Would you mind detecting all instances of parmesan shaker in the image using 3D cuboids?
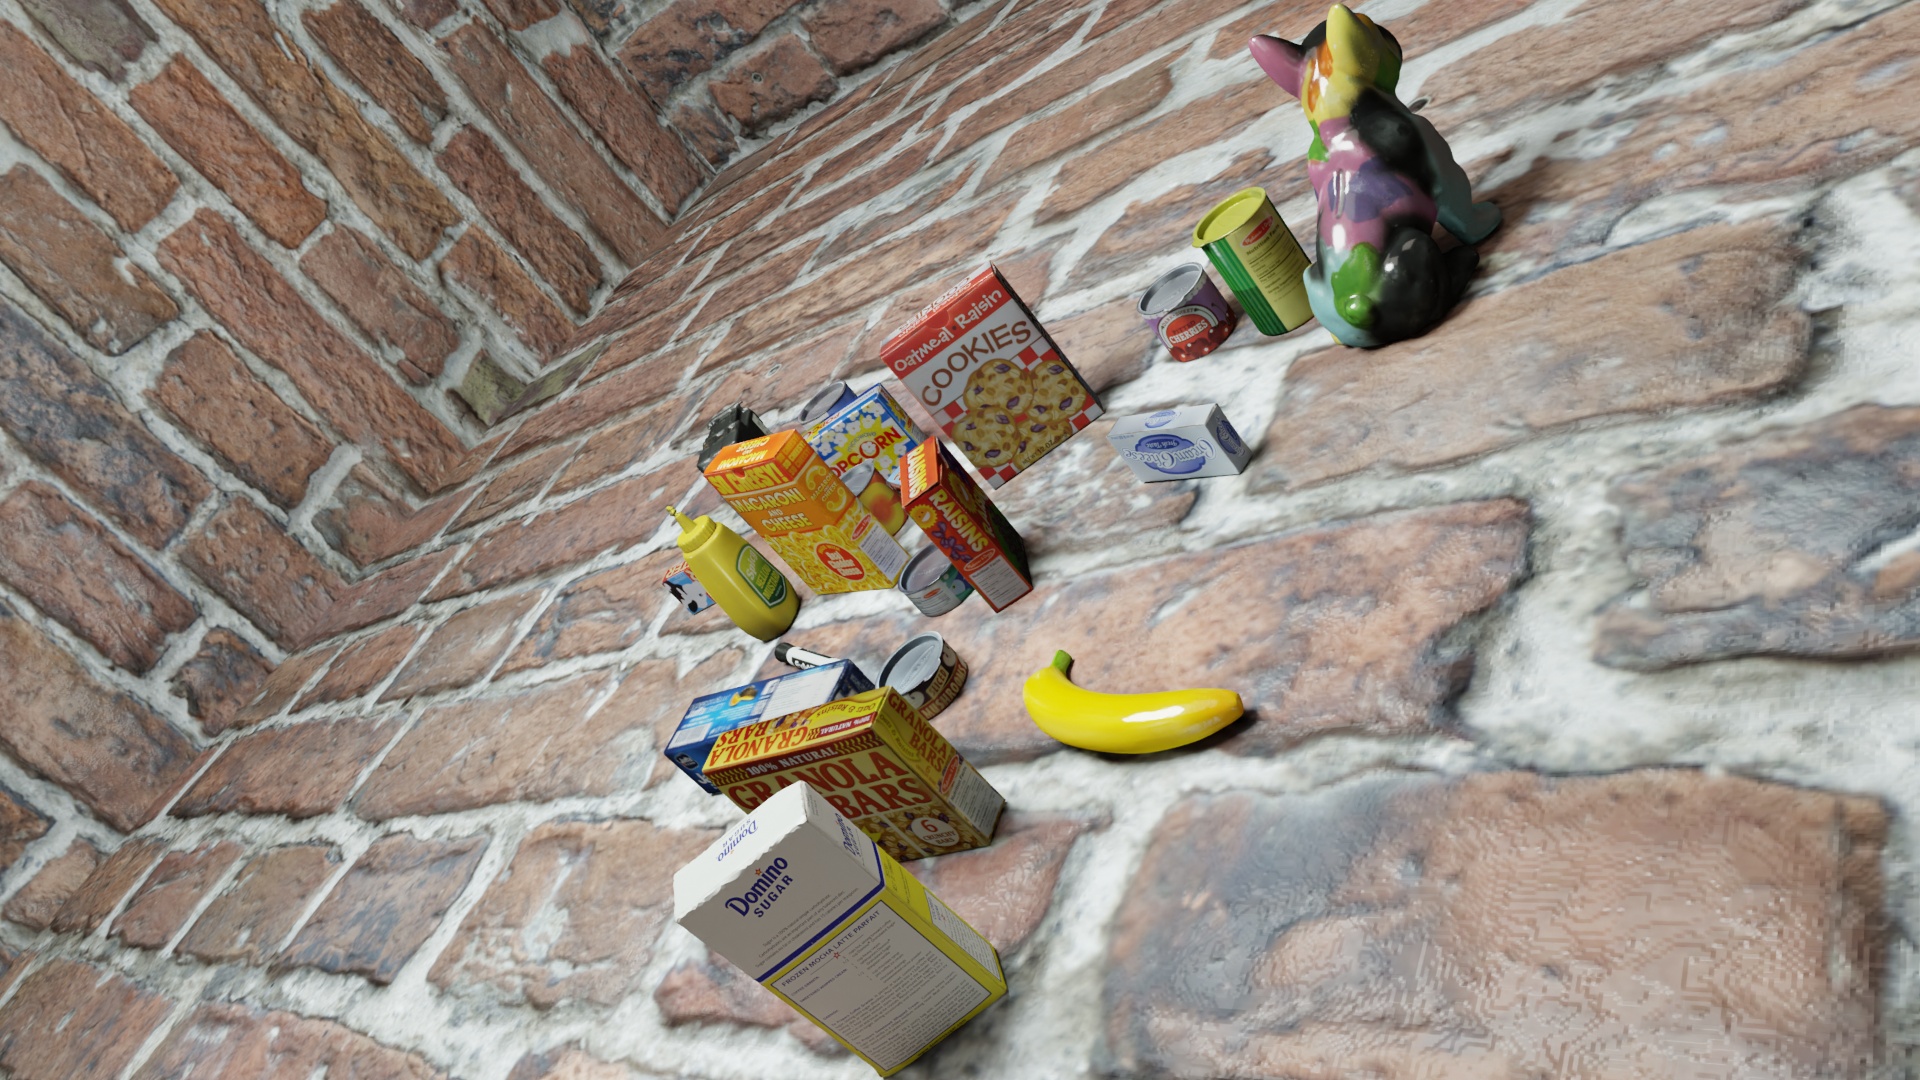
[{"bbox_3d":[0.241,-0.222,1.122,0.071,0.103,0.072,-32,27,19],"label":"parmesan shaker"}]

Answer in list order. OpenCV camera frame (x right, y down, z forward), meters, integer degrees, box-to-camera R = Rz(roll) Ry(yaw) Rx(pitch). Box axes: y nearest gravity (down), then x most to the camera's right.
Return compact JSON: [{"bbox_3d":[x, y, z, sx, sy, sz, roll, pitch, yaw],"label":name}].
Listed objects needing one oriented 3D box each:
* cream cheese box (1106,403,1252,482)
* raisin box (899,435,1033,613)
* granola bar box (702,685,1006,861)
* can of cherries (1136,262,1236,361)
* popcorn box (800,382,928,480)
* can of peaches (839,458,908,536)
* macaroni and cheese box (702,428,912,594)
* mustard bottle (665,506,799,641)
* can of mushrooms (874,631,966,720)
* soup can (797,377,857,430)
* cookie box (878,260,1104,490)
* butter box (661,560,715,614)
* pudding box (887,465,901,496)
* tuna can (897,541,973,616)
[{"bbox_3d":[0.165,-0.072,1.049,0.103,0.053,0.024,-3,45,53],"label":"cream cheese box"},{"bbox_3d":[0.004,-0.014,1.098,0.040,0.123,0.086,-34,26,15],"label":"raisin box"},{"bbox_3d":[-0.073,0.164,0.921,0.165,0.124,0.039,-20,33,38],"label":"granola bar box"},{"bbox_3d":[0.195,-0.195,1.195,0.071,0.058,0.072,-32,27,19],"label":"can of cherries"},{"bbox_3d":[-0.106,-0.093,1.421,0.126,0.085,0.038,-31,27,20],"label":"popcorn box"},{"bbox_3d":[-0.090,-0.034,1.336,0.071,0.058,0.071,-32,27,19],"label":"can of peaches"},{"bbox_3d":[-0.139,-0.021,1.259,0.123,0.166,0.040,-8,41,50],"label":"macaroni and cheese box"},{"bbox_3d":[-0.219,0.024,1.306,0.048,0.160,0.066,-27,29,29],"label":"mustard bottle"},{"bbox_3d":[-0.029,0.105,1.059,0.071,0.033,0.071,-32,27,19],"label":"can of mushrooms"},{"bbox_3d":[-0.121,-0.121,1.490,0.071,0.083,0.072,-32,27,19],"label":"soup can"},{"bbox_3d":[0.028,-0.143,1.218,0.123,0.167,0.040,-35,26,13],"label":"cookie box"},{"bbox_3d":[-0.261,0.036,1.470,0.103,0.053,0.024,-27,29,28],"label":"butter box"},{"bbox_3d":[-0.027,-0.046,1.279,0.030,0.049,0.084,-48,26,-14],"label":"pudding box"},{"bbox_3d":[-0.016,0.028,1.165,0.071,0.032,0.071,-32,27,19],"label":"tuna can"}]
